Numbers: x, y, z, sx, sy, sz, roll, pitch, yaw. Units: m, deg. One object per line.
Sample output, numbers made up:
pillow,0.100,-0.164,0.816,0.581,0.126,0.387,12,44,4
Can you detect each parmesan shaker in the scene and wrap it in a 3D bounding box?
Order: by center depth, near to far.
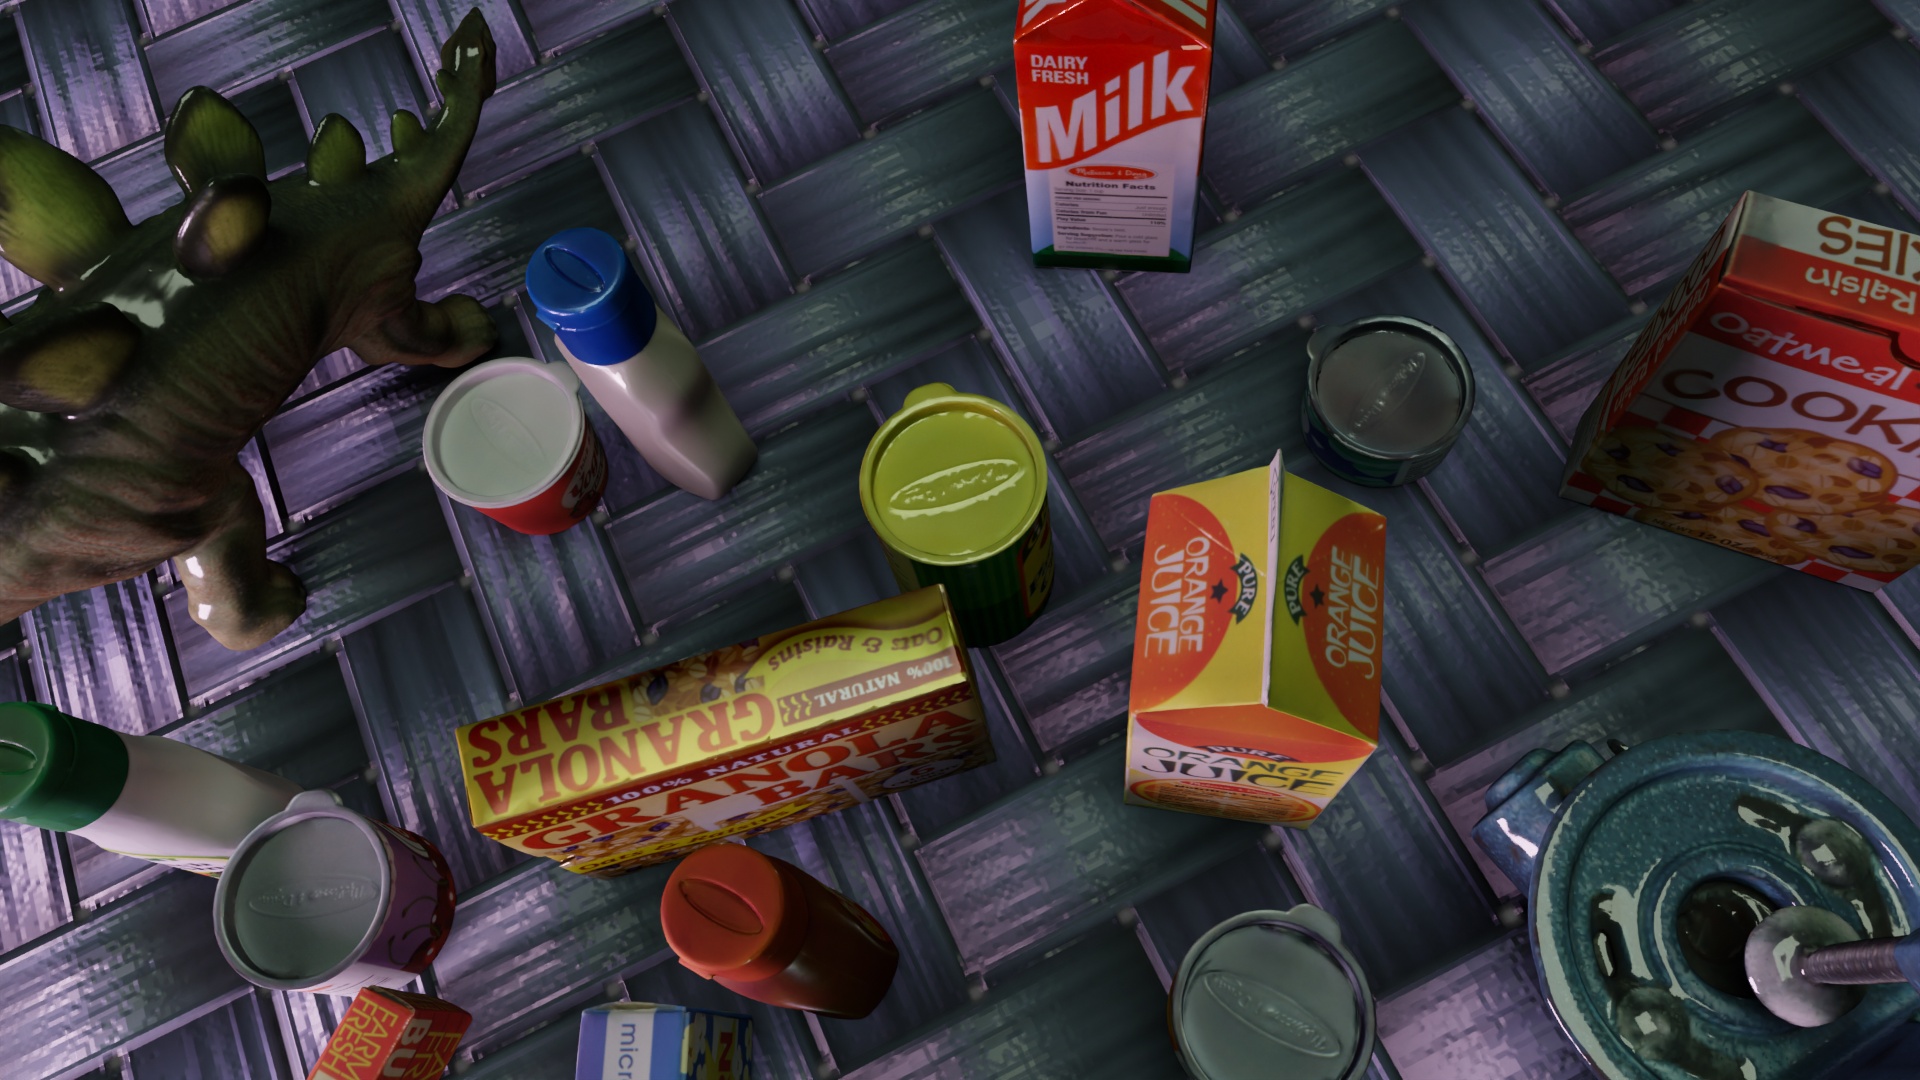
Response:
parmesan shaker,0.002,-0.007,0.534,0.071,0.102,0.071,-2,69,5

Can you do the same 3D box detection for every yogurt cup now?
yogurt cup,-0.185,-0.036,0.591,0.072,0.053,0.072,-2,69,5

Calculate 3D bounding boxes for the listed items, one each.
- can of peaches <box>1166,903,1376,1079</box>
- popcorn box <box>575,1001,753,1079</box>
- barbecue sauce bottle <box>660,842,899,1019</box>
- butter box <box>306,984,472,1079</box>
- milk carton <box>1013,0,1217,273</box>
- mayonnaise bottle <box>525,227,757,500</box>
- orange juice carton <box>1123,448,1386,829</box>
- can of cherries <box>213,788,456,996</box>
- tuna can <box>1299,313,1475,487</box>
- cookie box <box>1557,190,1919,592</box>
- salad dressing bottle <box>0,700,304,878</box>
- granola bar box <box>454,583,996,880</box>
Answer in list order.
can of peaches,0.106,0.163,0.480,0.071,0.058,0.071,-2,69,5
popcorn box,-0.100,0.222,0.464,0.038,0.085,0.127,-2,69,5
barbecue sauce bottle,-0.061,0.130,0.462,0.065,0.148,0.044,26,74,15
butter box,-0.220,0.213,0.497,0.024,0.053,0.104,22,73,14
milk carton,0.063,-0.188,0.552,0.073,0.190,0.072,5,70,8
mayonnaise bottle,-0.125,-0.067,0.547,0.065,0.147,0.041,36,77,17
orange juice carton,0.093,0.041,0.457,0.073,0.192,0.072,6,70,8
can of cherries,-0.234,0.135,0.527,0.071,0.058,0.072,-2,69,5
tuna can,0.173,-0.059,0.574,0.071,0.032,0.071,-2,69,5
cookie box,0.297,-0.043,0.482,0.123,0.167,0.040,19,72,13
salad dressing bottle,-0.294,0.093,0.501,0.064,0.147,0.044,8,70,9
granola bar box,-0.073,0.074,0.498,0.166,0.124,0.039,-17,68,-1
